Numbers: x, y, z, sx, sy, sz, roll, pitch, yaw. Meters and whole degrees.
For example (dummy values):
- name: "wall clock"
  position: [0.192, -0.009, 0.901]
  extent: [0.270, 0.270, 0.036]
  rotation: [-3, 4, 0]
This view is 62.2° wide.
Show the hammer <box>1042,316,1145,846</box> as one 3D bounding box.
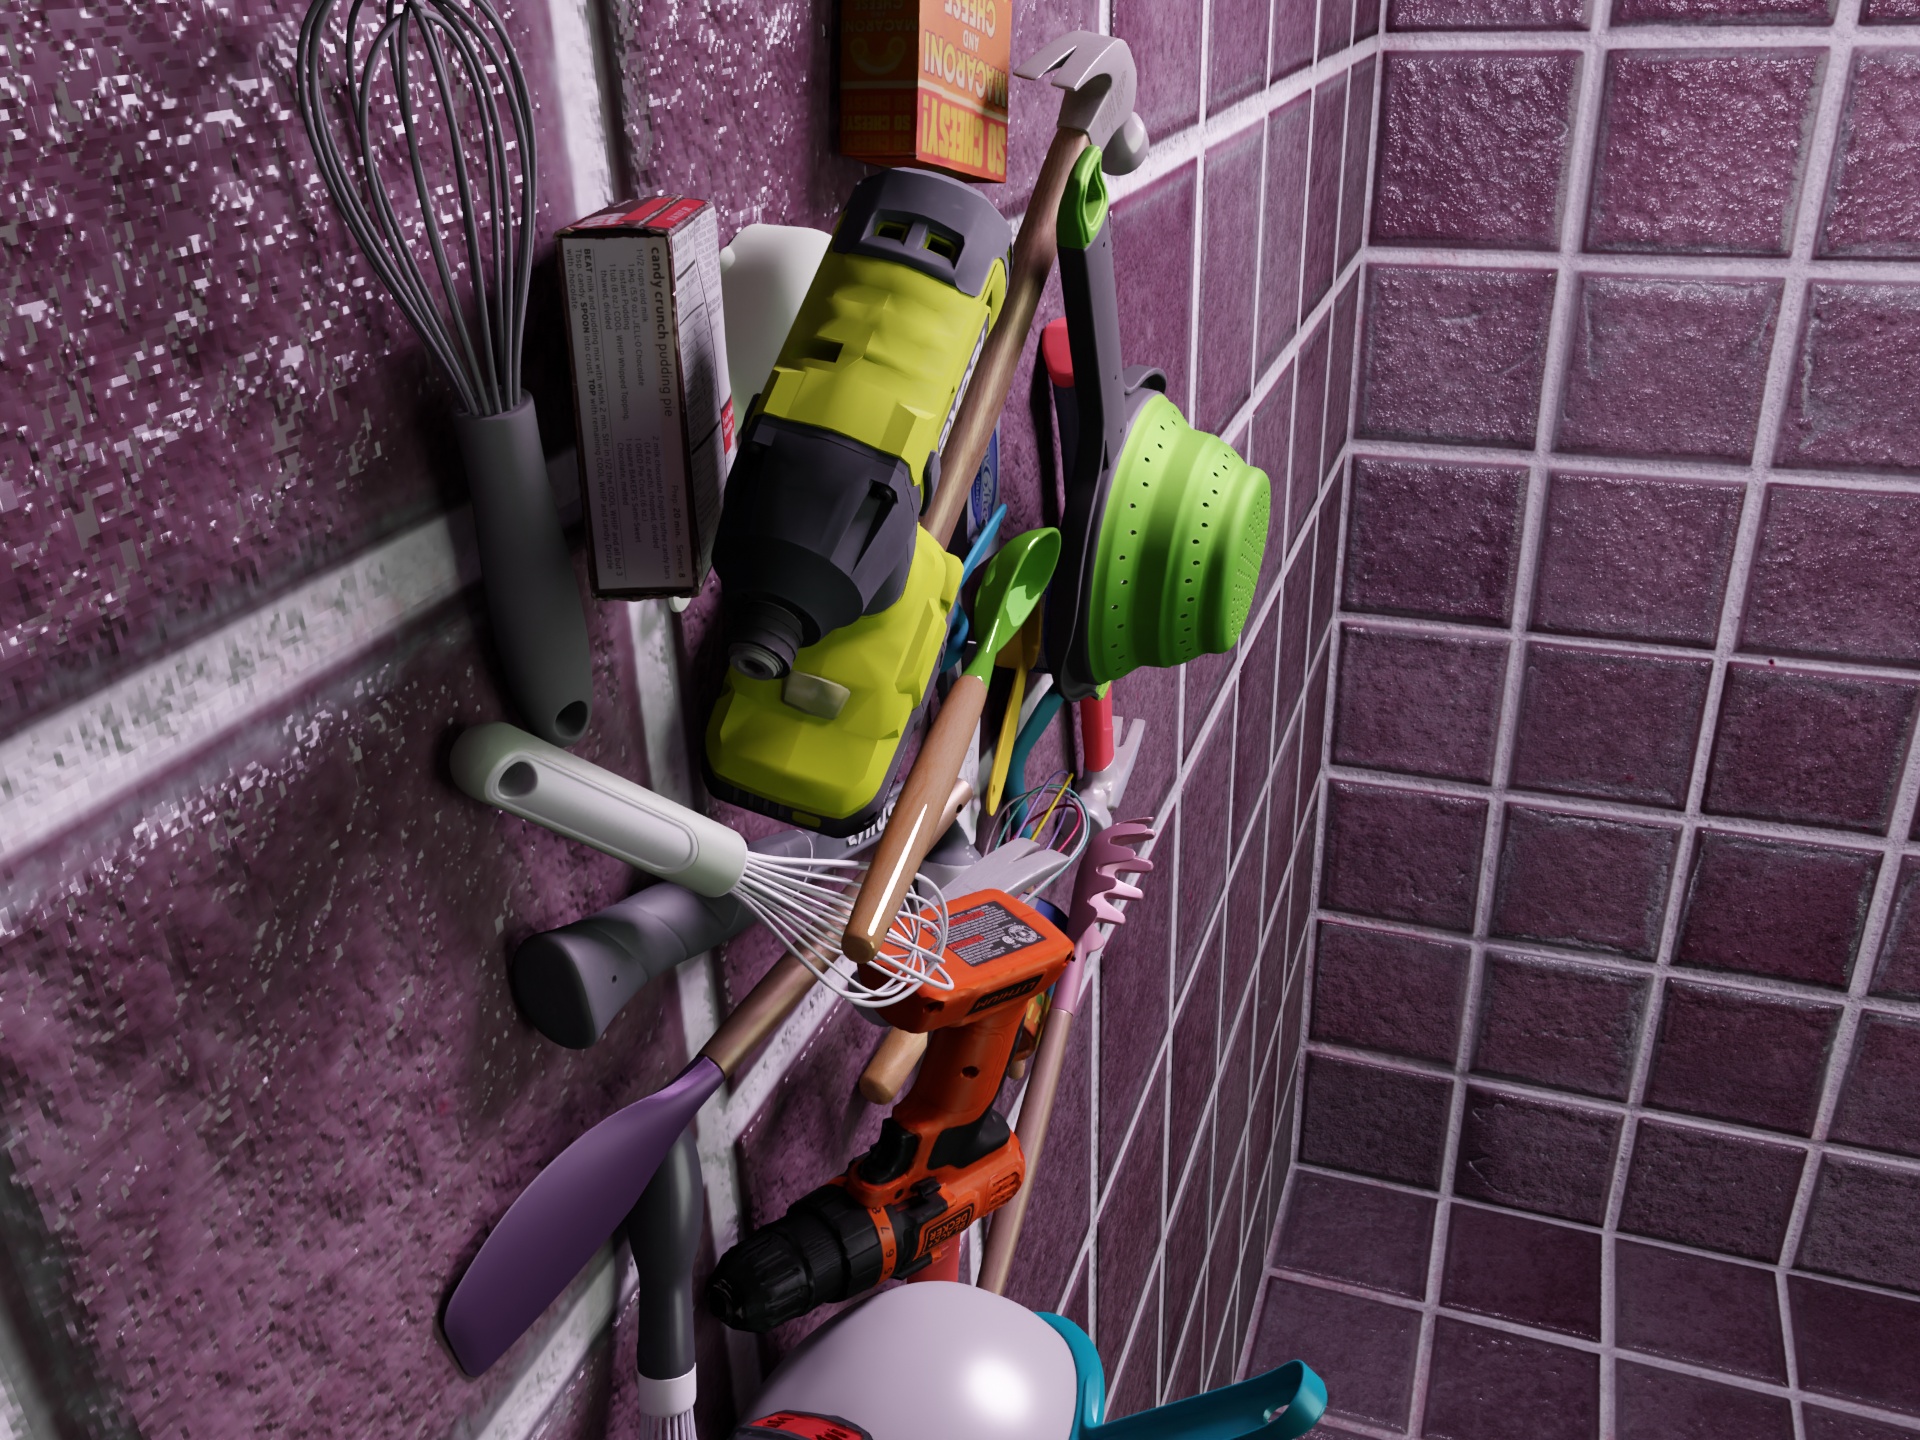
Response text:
- name: "hammer"
  position: [0.093, -0.101, 1.107]
  extent: [0.143, 0.038, 0.386]
  rotation: [-63, 153, -48]

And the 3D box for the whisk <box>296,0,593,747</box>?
- name: "whisk"
  position: [-0.133, -0.086, 0.444]
  extent: [0.055, 0.055, 0.238]
  rotation: [-61, 156, -47]

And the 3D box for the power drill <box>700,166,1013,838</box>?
- name: "power drill"
  position: [-0.043, -0.053, 0.552]
  extent: [0.223, 0.080, 0.171]
  rotation: [105, 4, -64]

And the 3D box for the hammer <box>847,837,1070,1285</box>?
- name: "hammer"
  position: [-0.006, 0.239, 0.878]
  extent: [0.149, 0.037, 0.358]
  rotation: [-33, 137, -44]

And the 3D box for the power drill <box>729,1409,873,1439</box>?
- name: "power drill"
  position: [-0.106, 0.333, 0.535]
  extent: [0.219, 0.078, 0.143]
  rotation: [11, 79, -57]

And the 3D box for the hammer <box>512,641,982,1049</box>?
- name: "hammer"
  position: [-0.066, 0.055, 0.707]
  extent: [0.409, 0.036, 0.149]
  rotation: [-23, 118, -68]

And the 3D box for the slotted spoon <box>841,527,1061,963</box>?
- name: "slotted spoon"
  position: [-0.001, -0.002, 0.676]
  extent: [0.314, 0.031, 0.070]
  rotation: [-67, 178, -56]

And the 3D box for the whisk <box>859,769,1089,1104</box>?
- name: "whisk"
  position: [0.011, 0.120, 0.914]
  extent: [0.051, 0.047, 0.245]
  rotation: [49, 52, -19]

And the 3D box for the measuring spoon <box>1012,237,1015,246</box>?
- name: "measuring spoon"
  position: [0.010, -0.250, 0.834]
  extent: [0.124, 0.018, 0.034]
  rotation: [-7, 104, -70]

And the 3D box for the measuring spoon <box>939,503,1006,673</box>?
- name: "measuring spoon"
  position: [0.008, -0.068, 0.807]
  extent: [0.042, 0.021, 0.129]
  rotation: [113, 4, -49]

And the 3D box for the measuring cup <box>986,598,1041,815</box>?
- name: "measuring cup"
  position: [0.020, -0.016, 0.920]
  extent: [0.062, 0.029, 0.157]
  rotation: [67, 31, -57]

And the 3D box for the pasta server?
- name: "pasta server"
  position: [0.058, 0.195, 0.914]
  extent: [0.060, 0.040, 0.316]
  rotation: [71, 32, -58]

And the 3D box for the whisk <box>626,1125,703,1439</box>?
- name: "whisk"
  position: [-0.115, 0.293, 0.626]
  extent: [0.070, 0.070, 0.284]
  rotation: [-16, 107, -70]

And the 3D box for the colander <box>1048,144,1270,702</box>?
- name: "colander"
  position: [0.115, -0.143, 0.874]
  extent: [0.396, 0.094, 0.205]
  rotation: [74, 34, -58]

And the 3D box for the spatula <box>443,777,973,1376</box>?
- name: "spatula"
  position: [-0.082, 0.116, 0.620]
  extent: [0.316, 0.018, 0.059]
  rotation: [-46, 144, -41]

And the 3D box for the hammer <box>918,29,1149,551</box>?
- name: "hammer"
  position: [0.016, -0.179, 0.771]
  extent: [0.331, 0.031, 0.130]
  rotation: [-69, 162, -7]

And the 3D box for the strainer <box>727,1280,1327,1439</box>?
- name: "strainer"
  position: [-0.003, 0.297, 0.673]
  extent: [0.095, 0.340, 0.211]
  rotation: [47, 39, -8]

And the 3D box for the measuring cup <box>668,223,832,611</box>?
- name: "measuring cup"
  position: [-0.073, -0.114, 0.608]
  extent: [0.083, 0.038, 0.168]
  rotation: [60, 39, -61]

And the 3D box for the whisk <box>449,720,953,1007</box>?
- name: "whisk"
  position: [-0.079, 0.054, 0.561]
  extent: [0.058, 0.059, 0.246]
  rotation: [-55, 138, 1]

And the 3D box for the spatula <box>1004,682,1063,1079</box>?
- name: "spatula"
  position: [0.049, 0.104, 1.049]
  extent: [0.082, 0.044, 0.317]
  rotation: [-42, 137, -59]
